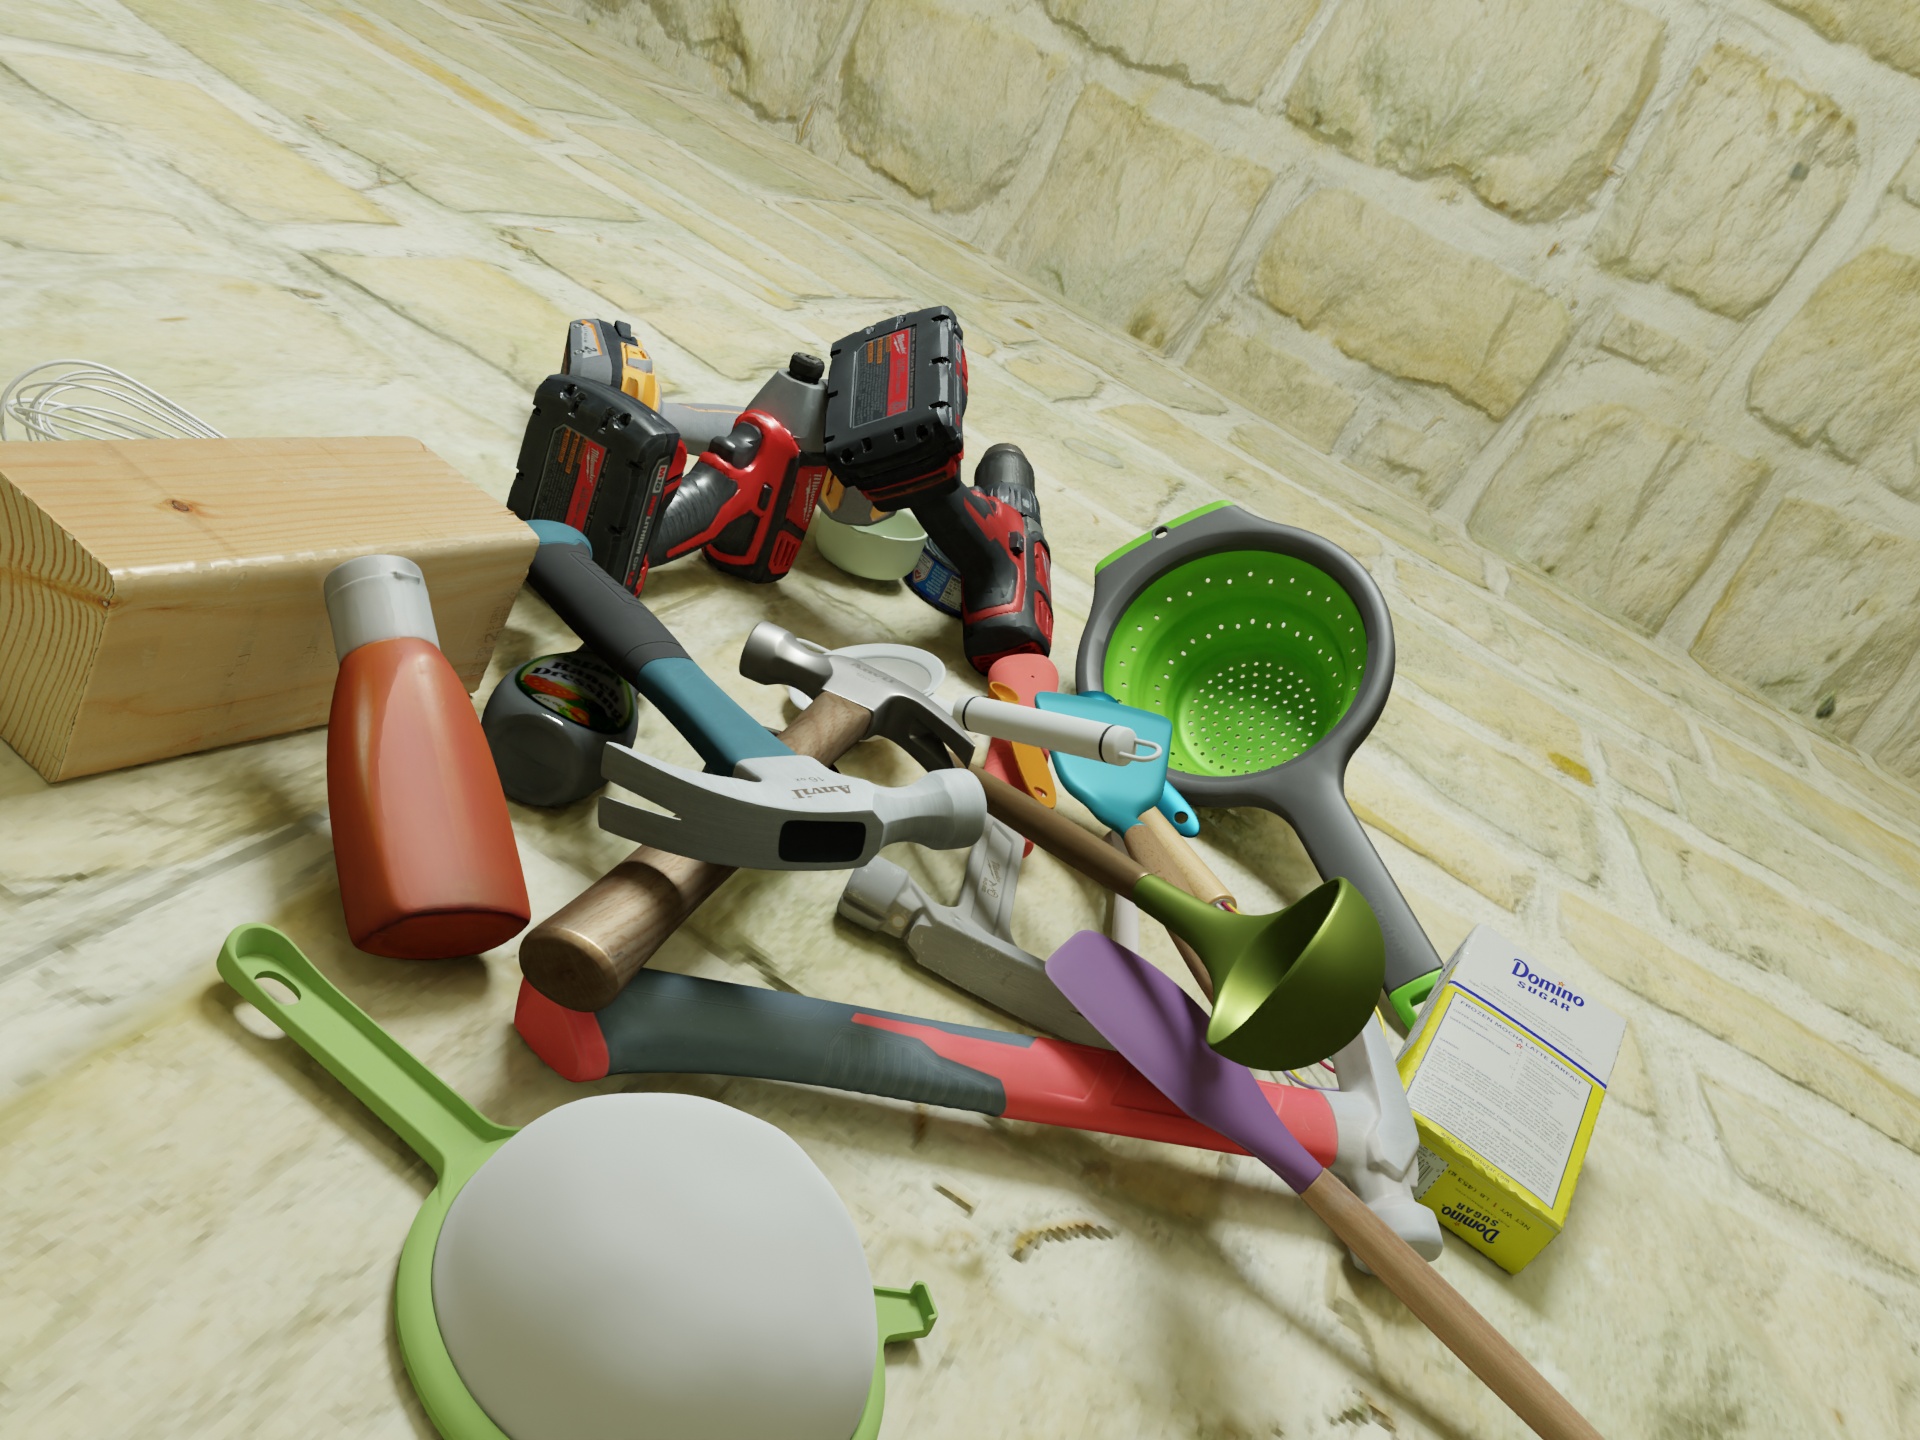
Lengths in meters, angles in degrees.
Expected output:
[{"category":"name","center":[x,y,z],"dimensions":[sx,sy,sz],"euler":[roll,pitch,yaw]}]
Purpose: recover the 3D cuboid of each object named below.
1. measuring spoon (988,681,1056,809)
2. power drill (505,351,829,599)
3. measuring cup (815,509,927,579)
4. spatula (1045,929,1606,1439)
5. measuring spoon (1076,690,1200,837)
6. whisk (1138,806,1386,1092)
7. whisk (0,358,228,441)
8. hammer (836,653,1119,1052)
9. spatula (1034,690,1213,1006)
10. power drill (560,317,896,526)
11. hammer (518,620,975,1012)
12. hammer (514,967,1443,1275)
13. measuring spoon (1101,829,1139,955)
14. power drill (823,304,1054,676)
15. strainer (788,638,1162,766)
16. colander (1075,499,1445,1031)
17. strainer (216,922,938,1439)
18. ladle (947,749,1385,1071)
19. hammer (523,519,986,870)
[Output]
[{"category":"measuring spoon","center":[0.032,0.015,0.871],"dimensions":[0.021,0.011,0.117],"euler":[19,28,-24]},{"category":"power drill","center":[-0.151,-0.141,0.910],"dimensions":[0.079,0.143,0.219],"euler":[30,24,19]},{"category":"measuring cup","center":[-0.105,-0.140,1.108],"dimensions":[0.167,0.038,0.083],"euler":[19,25,7]},{"category":"spatula","center":[0.156,0.196,0.616],"dimensions":[0.316,0.018,0.060],"euler":[44,34,13]},{"category":"measuring spoon","center":[0.106,0.024,0.982],"dimensions":[0.129,0.042,0.021],"euler":[50,-11,34]},{"category":"whisk","center":[0.152,0.112,0.845],"dimensions":[0.051,0.047,0.245],"euler":[6,26,-26]},{"category":"whisk","center":[-0.325,-0.108,0.766],"dimensions":[0.246,0.059,0.058],"euler":[19,7,-34]},{"category":"hammer","center":[0.035,0.045,0.865],"dimensions":[0.149,0.036,0.359],"euler":[27,23,-4]},{"category":"spatula","center":[0.092,0.056,0.768],"dimensions":[0.082,0.044,0.318],"euler":[12,16,-9]},{"category":"power drill","center":[-0.158,-0.207,1.084],"dimensions":[0.226,0.084,0.186],"euler":[9,27,-19]},{"category":"hammer","center":[-0.082,0.032,0.656],"dimensions":[0.130,0.031,0.331],"euler":[23,22,7]},{"category":"hammer","center":[0.020,0.128,0.632],"dimensions":[0.386,0.038,0.143],"euler":[16,43,-24]},{"category":"measuring spoon","center":[0.081,0.100,0.833],"dimensions":[0.034,0.018,0.124],"euler":[51,23,-19]},{"category":"power drill","center":[0.000,-0.157,1.021],"dimensions":[0.226,0.080,0.188],"euler":[54,28,-48]},{"category":"strainer","center":[-0.001,-0.003,0.825],"dimensions":[0.259,0.050,0.087],"euler":[13,34,43]},{"category":"colander","center":[0.212,0.040,1.006],"dimensions":[0.398,0.204,0.094],"euler":[67,6,34]},{"category":"strainer","center":[-0.120,0.124,0.471],"dimensions":[0.256,0.069,0.151],"euler":[36,23,13]},{"category":"ladle","center":[0.056,0.056,0.672],"dimensions":[0.062,0.078,0.320],"euler":[44,-8,-34]},{"category":"hammer","center":[-0.127,-0.023,0.673],"dimensions":[0.128,0.033,0.331],"euler":[-4,25,-32]}]
